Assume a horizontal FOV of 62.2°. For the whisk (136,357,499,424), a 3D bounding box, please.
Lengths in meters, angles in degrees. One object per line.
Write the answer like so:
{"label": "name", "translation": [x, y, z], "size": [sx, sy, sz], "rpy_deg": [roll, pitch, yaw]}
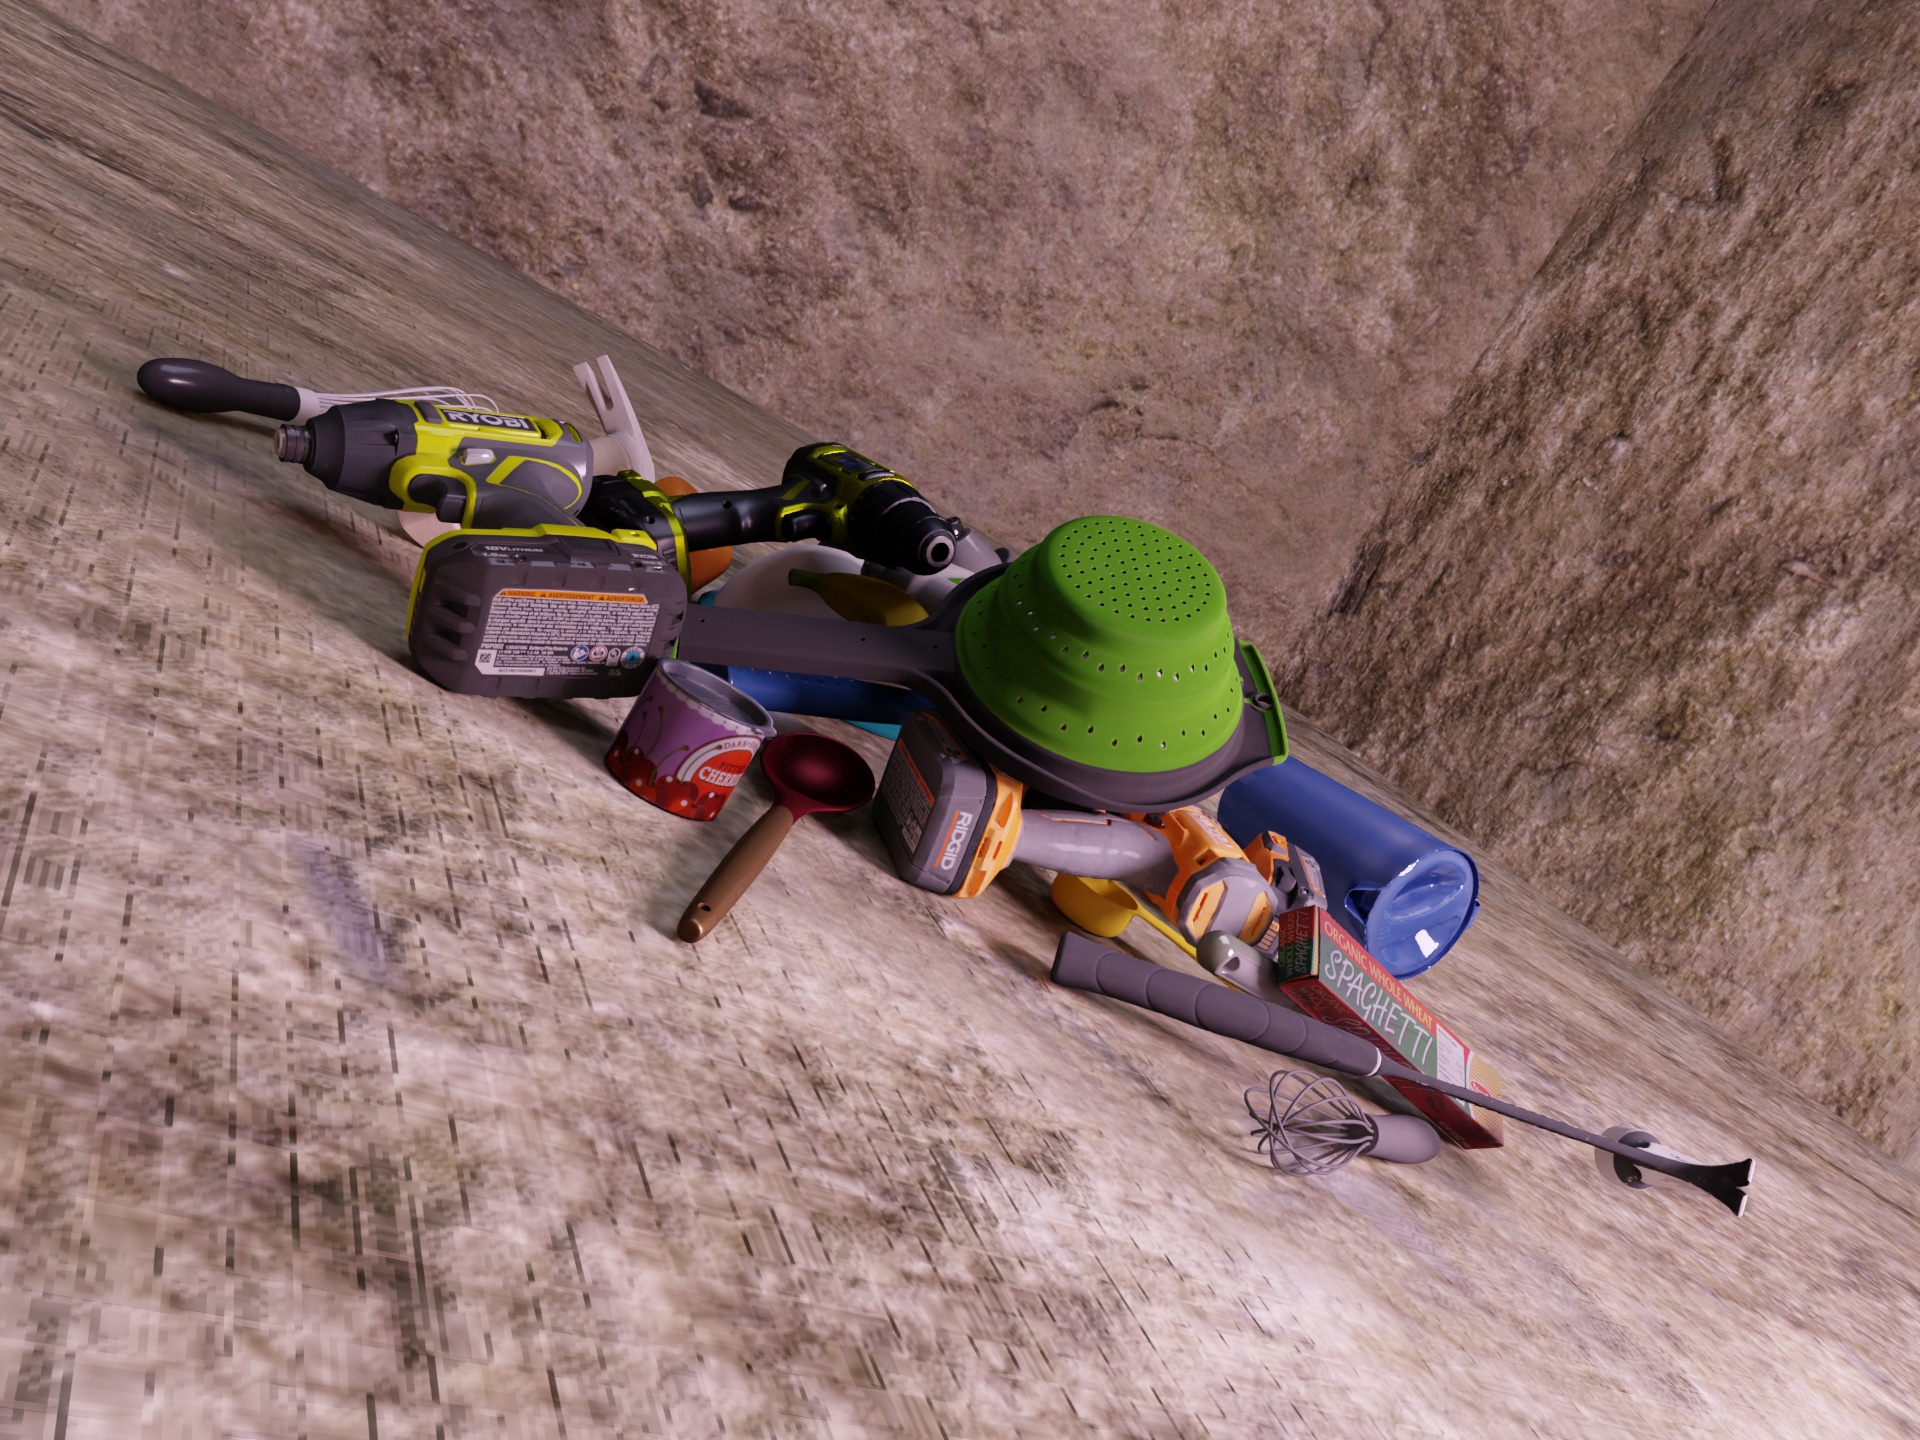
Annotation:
{"label": "whisk", "translation": [-0.404, -0.200, 1.031], "size": [0.070, 0.070, 0.284], "rpy_deg": [36, 16, 22]}

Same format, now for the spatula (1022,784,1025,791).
{"label": "spatula", "translation": [0.147, 0.102, 1.291], "size": [0.315, 0.018, 0.060], "rpy_deg": [27, 20, -23]}

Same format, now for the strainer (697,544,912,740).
{"label": "strainer", "translation": [-0.101, -0.070, 1.171], "size": [0.211, 0.095, 0.340], "rpy_deg": [33, 9, 6]}

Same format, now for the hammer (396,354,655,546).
{"label": "hammer", "translation": [-0.300, -0.184, 1.131], "size": [0.411, 0.038, 0.146], "rpy_deg": [-64, 136, -75]}

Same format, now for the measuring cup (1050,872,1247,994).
{"label": "measuring cup", "translation": [0.124, 0.145, 1.020], "size": [0.156, 0.029, 0.062], "rpy_deg": [36, 11, 8]}

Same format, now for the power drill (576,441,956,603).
{"label": "power drill", "translation": [-0.130, -0.128, 1.074], "size": [0.228, 0.080, 0.191], "rpy_deg": [-14, 29, -27]}

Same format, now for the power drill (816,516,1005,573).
{"label": "power drill", "translation": [-0.029, -0.110, 1.325], "size": [0.220, 0.078, 0.143], "rpy_deg": [19, -42, 55]}

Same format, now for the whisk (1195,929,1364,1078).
{"label": "whisk", "translation": [0.213, 0.175, 0.975], "size": [0.246, 0.058, 0.059], "rpy_deg": [33, 15, -44]}

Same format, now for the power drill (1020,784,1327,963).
{"label": "power drill", "translation": [0.146, 0.098, 1.150], "size": [0.226, 0.084, 0.164], "rpy_deg": [28, 16, 1]}

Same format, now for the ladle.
{"label": "ladle", "translation": [-0.095, 0.056, 0.805], "size": [0.069, 0.031, 0.315], "rpy_deg": [23, 13, 1]}

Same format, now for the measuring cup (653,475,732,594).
{"label": "measuring cup", "translation": [-0.201, -0.120, 1.178], "size": [0.095, 0.052, 0.174], "rpy_deg": [54, 5, -36]}

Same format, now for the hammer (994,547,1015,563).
{"label": "hammer", "translation": [0.100, -0.036, 1.421], "size": [0.146, 0.035, 0.334], "rpy_deg": [45, -6, 45]}

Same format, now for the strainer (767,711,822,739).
{"label": "strainer", "translation": [-0.165, -0.032, 0.976], "size": [0.258, 0.050, 0.087], "rpy_deg": [32, 19, -16]}

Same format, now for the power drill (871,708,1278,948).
{"label": "power drill", "translation": [0.064, 0.061, 0.983], "size": [0.226, 0.084, 0.185], "rpy_deg": [16, 16, -20]}

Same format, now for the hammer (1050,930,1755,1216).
{"label": "hammer", "translation": [0.241, 0.196, 0.887], "size": [0.409, 0.036, 0.149], "rpy_deg": [20, -9, -6]}

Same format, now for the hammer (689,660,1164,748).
{"label": "hammer", "translation": [-0.002, -0.003, 1.052], "size": [0.405, 0.035, 0.144], "rpy_deg": [8, 22, -46]}

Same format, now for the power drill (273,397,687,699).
{"label": "power drill", "translation": [-0.255, -0.103, 0.847], "size": [0.171, 0.080, 0.223], "rpy_deg": [0, 33, -38]}

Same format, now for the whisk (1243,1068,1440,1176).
{"label": "whisk", "translation": [0.218, 0.226, 0.876], "size": [0.055, 0.055, 0.238], "rpy_deg": [40, 9, 37]}

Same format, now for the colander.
{"label": "colander", "translation": [0.008, -0.060, 0.901], "size": [0.397, 0.094, 0.205], "rpy_deg": [6, 44, -12]}
